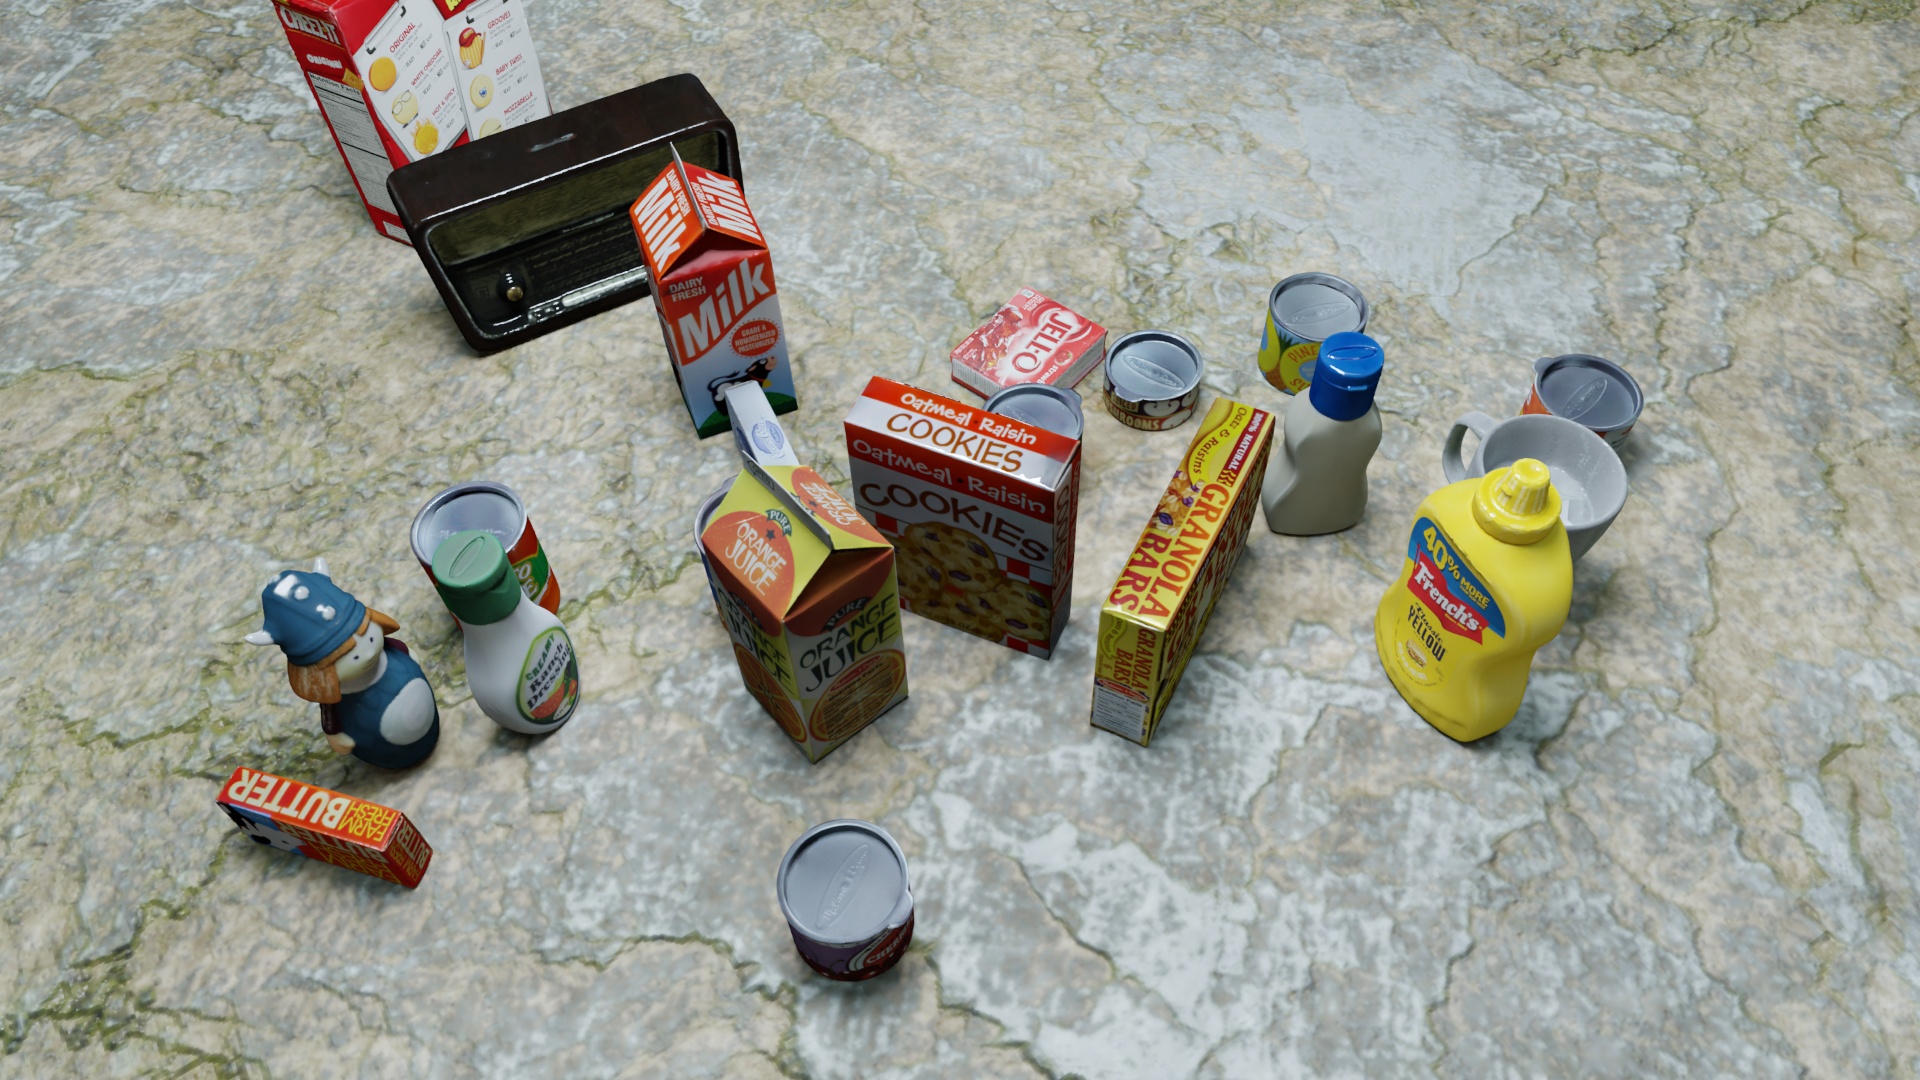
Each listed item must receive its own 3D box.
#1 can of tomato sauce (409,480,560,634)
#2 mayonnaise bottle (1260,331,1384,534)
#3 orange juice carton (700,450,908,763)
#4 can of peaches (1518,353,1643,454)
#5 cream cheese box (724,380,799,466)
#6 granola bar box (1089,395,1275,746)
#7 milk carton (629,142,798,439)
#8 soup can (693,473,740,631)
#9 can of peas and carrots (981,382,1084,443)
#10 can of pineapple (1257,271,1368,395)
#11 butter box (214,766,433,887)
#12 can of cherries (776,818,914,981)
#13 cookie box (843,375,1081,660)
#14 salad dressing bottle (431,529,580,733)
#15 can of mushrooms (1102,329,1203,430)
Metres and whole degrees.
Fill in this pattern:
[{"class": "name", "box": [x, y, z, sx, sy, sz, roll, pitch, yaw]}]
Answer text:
[{"class": "can of tomato sauce", "box": [-0.282, 0.017, 0.831, 0.071, 0.082, 0.071, -1, 53, 1]}, {"class": "mayonnaise bottle", "box": [0.221, -0.061, 0.834, 0.065, 0.147, 0.041, -5, 53, -1]}, {"class": "orange juice carton", "box": [-0.082, 0.032, 0.745, 0.073, 0.191, 0.072, -35, 60, -22]}, {"class": "can of peaches", "box": [0.395, -0.079, 0.898, 0.071, 0.057, 0.071, -1, 53, 1]}, {"class": "cream cheese box", "box": [-0.122, -0.049, 0.894, 0.024, 0.053, 0.104, -21, 55, -13]}, {"class": "granola bar box", "box": [0.127, 0.018, 0.793, 0.039, 0.123, 0.166, 22, 57, 17]}, {"class": "milk carton", "box": [-0.159, -0.160, 0.893, 0.073, 0.189, 0.072, -19, 55, -12]}, {"class": "soup can", "box": [-0.119, 0.013, 0.829, 0.071, 0.083, 0.072, -1, 53, 1]}, {"class": "can of peas and carrots", "box": [0.047, -0.060, 0.894, 0.071, 0.058, 0.071, -1, 53, 1]}, {"class": "can of pineapple", "box": [0.240, -0.139, 0.948, 0.071, 0.057, 0.071, -1, 53, 1]}, {"class": "butter box", "box": [-0.341, 0.155, 0.748, 0.103, 0.052, 0.024, 12, 55, 11]}, {"class": "can of cherries", "box": [-0.056, 0.187, 0.712, 0.071, 0.058, 0.072, -1, 53, 1]}, {"class": "cookie box", "box": [0.003, -0.010, 0.790, 0.123, 0.166, 0.040, 19, 56, 15]}, {"class": "salad dressing bottle", "box": [-0.250, 0.052, 0.764, 0.044, 0.146, 0.064, 17, 56, 14]}, {"class": "can of mushrooms", "box": [0.129, -0.108, 0.943, 0.071, 0.033, 0.071, -1, 53, 1]}]
